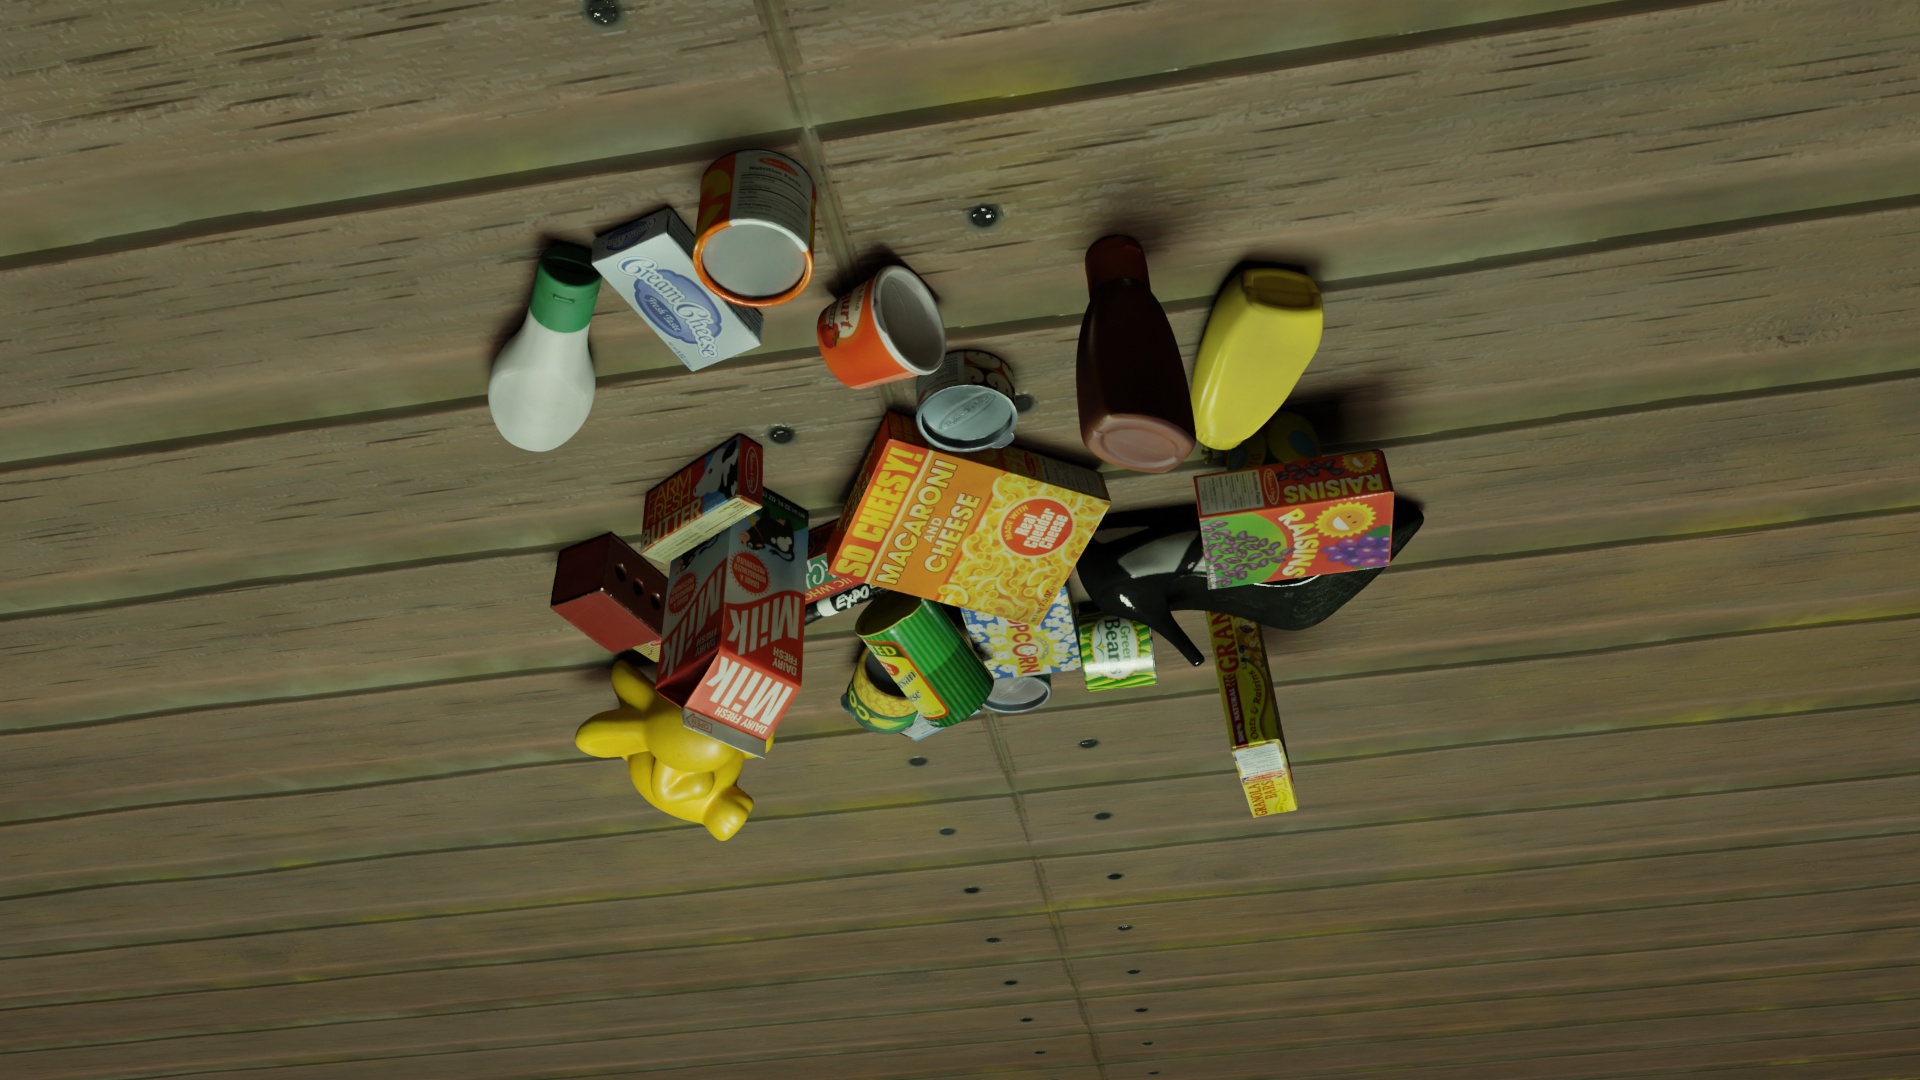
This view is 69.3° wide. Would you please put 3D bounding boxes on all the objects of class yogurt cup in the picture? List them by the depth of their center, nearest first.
[{"bbox_3d":[-0.049,-0.125,0.836,0.054,0.073,0.072,-18,142,33],"label":"yogurt cup"}]

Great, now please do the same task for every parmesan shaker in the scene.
[{"bbox_3d":[-0.026,0.090,1.092,0.071,0.072,0.103,-24,114,27],"label":"parmesan shaker"}]

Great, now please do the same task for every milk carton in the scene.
[{"bbox_3d":[-0.158,0.057,0.967,0.073,0.191,0.072,-31,135,33],"label":"milk carton"}]

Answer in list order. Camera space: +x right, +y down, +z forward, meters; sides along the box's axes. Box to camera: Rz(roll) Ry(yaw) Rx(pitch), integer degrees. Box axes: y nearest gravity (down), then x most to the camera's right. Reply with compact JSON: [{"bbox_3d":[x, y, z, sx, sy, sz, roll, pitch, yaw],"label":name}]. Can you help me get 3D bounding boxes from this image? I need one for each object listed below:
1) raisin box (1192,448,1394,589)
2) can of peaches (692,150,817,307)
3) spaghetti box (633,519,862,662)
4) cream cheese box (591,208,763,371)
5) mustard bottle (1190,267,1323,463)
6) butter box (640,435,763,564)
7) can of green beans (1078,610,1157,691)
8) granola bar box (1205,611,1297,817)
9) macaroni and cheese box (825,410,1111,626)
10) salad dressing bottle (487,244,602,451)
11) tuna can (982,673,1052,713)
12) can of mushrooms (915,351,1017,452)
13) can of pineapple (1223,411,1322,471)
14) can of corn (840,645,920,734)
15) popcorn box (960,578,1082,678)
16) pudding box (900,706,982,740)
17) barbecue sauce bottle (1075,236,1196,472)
[{"bbox_3d":[0.221,-0.013,0.923,0.123,0.040,0.085,-8,142,10],"label":"raisin box"},{"bbox_3d":[-0.114,-0.171,0.773,0.071,0.058,0.071,-2,143,-1],"label":"can of peaches"},{"bbox_3d":[-0.157,0.038,1.079,0.249,0.029,0.050,-21,140,24],"label":"spaghetti box"},{"bbox_3d":[-0.167,-0.148,0.829,0.053,0.024,0.103,-18,141,18],"label":"cream cheese box"},{"bbox_3d":[0.178,-0.104,0.889,0.065,0.049,0.159,5,144,-9],"label":"mustard bottle"},{"bbox_3d":[-0.181,-0.027,0.969,0.103,0.053,0.024,-27,140,31],"label":"butter box"},{"bbox_3d":[0.128,0.088,1.132,0.058,0.071,0.071,-7,143,7],"label":"can of green beans"},{"bbox_3d":[0.226,0.115,1.091,0.039,0.166,0.123,-12,142,12],"label":"granola bar box"},{"bbox_3d":[0.004,-0.012,0.983,0.166,0.040,0.123,15,123,-19],"label":"macaroni and cheese box"},{"bbox_3d":[-0.251,-0.116,0.853,0.064,0.044,0.146,14,140,-18],"label":"salad dressing bottle"},{"bbox_3d":[0.043,0.119,1.197,0.071,0.033,0.070,-2,144,-1],"label":"tuna can"},{"bbox_3d":[0.005,-0.090,0.911,0.071,0.033,0.070,-2,143,-1],"label":"can of mushrooms"},{"bbox_3d":[0.216,-0.048,0.959,0.071,0.058,0.070,-2,143,-1],"label":"can of pineapple"},{"bbox_3d":[-0.061,0.120,1.164,0.071,0.071,0.058,7,142,-13],"label":"can of corn"},{"bbox_3d":[0.049,0.063,1.117,0.085,0.038,0.126,-7,144,7],"label":"popcorn box"},{"bbox_3d":[-0.026,0.145,1.231,0.083,0.030,0.049,-30,135,32],"label":"pudding box"},{"bbox_3d":[0.095,-0.110,0.790,0.065,0.149,0.043,16,140,-22],"label":"barbecue sauce bottle"}]
